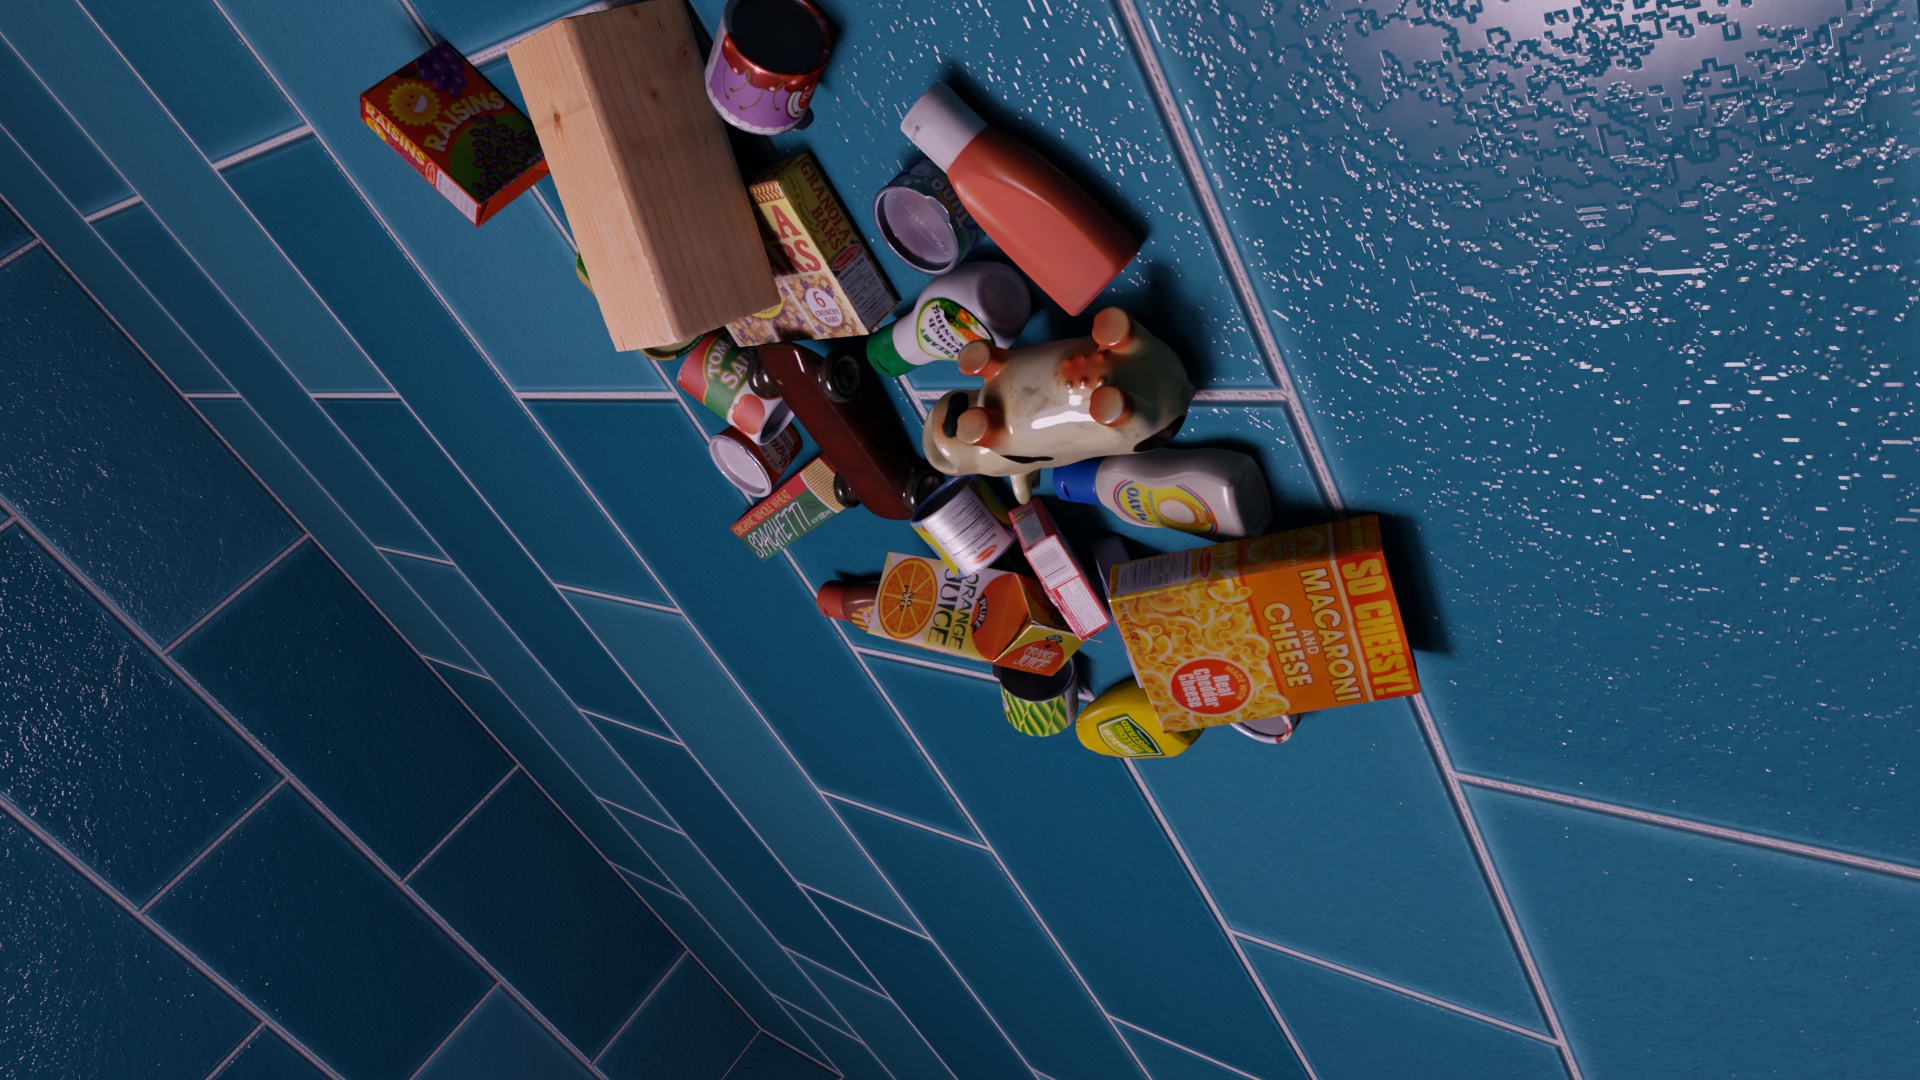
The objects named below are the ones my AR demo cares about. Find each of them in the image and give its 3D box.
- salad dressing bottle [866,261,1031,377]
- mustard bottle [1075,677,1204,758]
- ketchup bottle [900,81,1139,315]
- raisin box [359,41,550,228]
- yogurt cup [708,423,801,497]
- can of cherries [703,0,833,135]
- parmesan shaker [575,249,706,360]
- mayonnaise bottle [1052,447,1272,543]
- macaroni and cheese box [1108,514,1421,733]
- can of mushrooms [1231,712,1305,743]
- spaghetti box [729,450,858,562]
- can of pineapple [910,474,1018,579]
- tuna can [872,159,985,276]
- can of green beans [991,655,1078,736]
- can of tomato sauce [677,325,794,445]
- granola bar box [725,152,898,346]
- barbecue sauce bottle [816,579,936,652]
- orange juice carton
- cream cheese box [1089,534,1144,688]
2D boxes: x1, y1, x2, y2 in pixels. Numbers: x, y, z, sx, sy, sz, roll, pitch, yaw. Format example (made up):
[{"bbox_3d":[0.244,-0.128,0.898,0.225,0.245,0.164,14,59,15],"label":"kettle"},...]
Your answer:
[{"bbox_3d":[-0.012,-0.142,0.924,0.064,0.044,0.147,43,153,-20],"label":"salad dressing bottle"},{"bbox_3d":[0.137,0.151,1.146,0.065,0.049,0.159,47,151,-8],"label":"mustard bottle"},{"bbox_3d":[0.031,-0.197,0.795,0.149,0.044,0.064,43,152,-3],"label":"ketchup bottle"},{"bbox_3d":[-0.397,-0.322,1.099,0.123,0.086,0.040,43,153,-4],"label":"raisin box"},{"bbox_3d":[-0.175,-0.079,1.201,0.072,0.054,0.072,30,150,20],"label":"yogurt cup"},{"bbox_3d":[-0.112,-0.285,0.827,0.071,0.072,0.058,42,150,-2],"label":"can of cherries"},{"bbox_3d":[-0.245,-0.195,1.085,0.103,0.071,0.071,47,157,31],"label":"parmesan shaker"},{"bbox_3d":[0.128,-0.034,0.907,0.148,0.041,0.064,11,141,42],"label":"mayonnaise bottle"},{"bbox_3d":[0.192,0.055,0.875,0.166,0.040,0.123,-12,125,19],"label":"macaroni and cheese box"},{"bbox_3d":[0.218,0.113,1.011,0.071,0.033,0.070,31,150,20],"label":"can of mushrooms"},{"bbox_3d":[-0.148,-0.032,1.262,0.050,0.029,0.249,47,151,-9],"label":"spaghetti box"},{"bbox_3d":[0.004,-0.013,1.064,0.058,0.071,0.071,50,150,-15],"label":"can of pineapple"},{"bbox_3d":[-0.018,-0.201,0.860,0.071,0.033,0.070,30,150,20],"label":"tuna can"},{"bbox_3d":[0.067,0.124,1.177,0.071,0.071,0.057,26,149,25],"label":"can of green beans"},{"bbox_3d":[-0.175,-0.127,1.121,0.083,0.071,0.071,37,151,6],"label":"can of tomato sauce"},{"bbox_3d":[-0.134,-0.203,0.994,0.165,0.039,0.124,4,135,48],"label":"granola bar box"},{"bbox_3d":[-0.074,0.063,1.288,0.148,0.044,0.064,9,139,45],"label":"barbecue sauce bottle"},{"bbox_3d":[0.020,0.061,1.111,0.192,0.073,0.072,8,172,46],"label":"orange juice carton"},{"bbox_3d":[0.120,0.050,0.990,0.104,0.024,0.053,-106,-3,-46],"label":"cream cheese box"}]
